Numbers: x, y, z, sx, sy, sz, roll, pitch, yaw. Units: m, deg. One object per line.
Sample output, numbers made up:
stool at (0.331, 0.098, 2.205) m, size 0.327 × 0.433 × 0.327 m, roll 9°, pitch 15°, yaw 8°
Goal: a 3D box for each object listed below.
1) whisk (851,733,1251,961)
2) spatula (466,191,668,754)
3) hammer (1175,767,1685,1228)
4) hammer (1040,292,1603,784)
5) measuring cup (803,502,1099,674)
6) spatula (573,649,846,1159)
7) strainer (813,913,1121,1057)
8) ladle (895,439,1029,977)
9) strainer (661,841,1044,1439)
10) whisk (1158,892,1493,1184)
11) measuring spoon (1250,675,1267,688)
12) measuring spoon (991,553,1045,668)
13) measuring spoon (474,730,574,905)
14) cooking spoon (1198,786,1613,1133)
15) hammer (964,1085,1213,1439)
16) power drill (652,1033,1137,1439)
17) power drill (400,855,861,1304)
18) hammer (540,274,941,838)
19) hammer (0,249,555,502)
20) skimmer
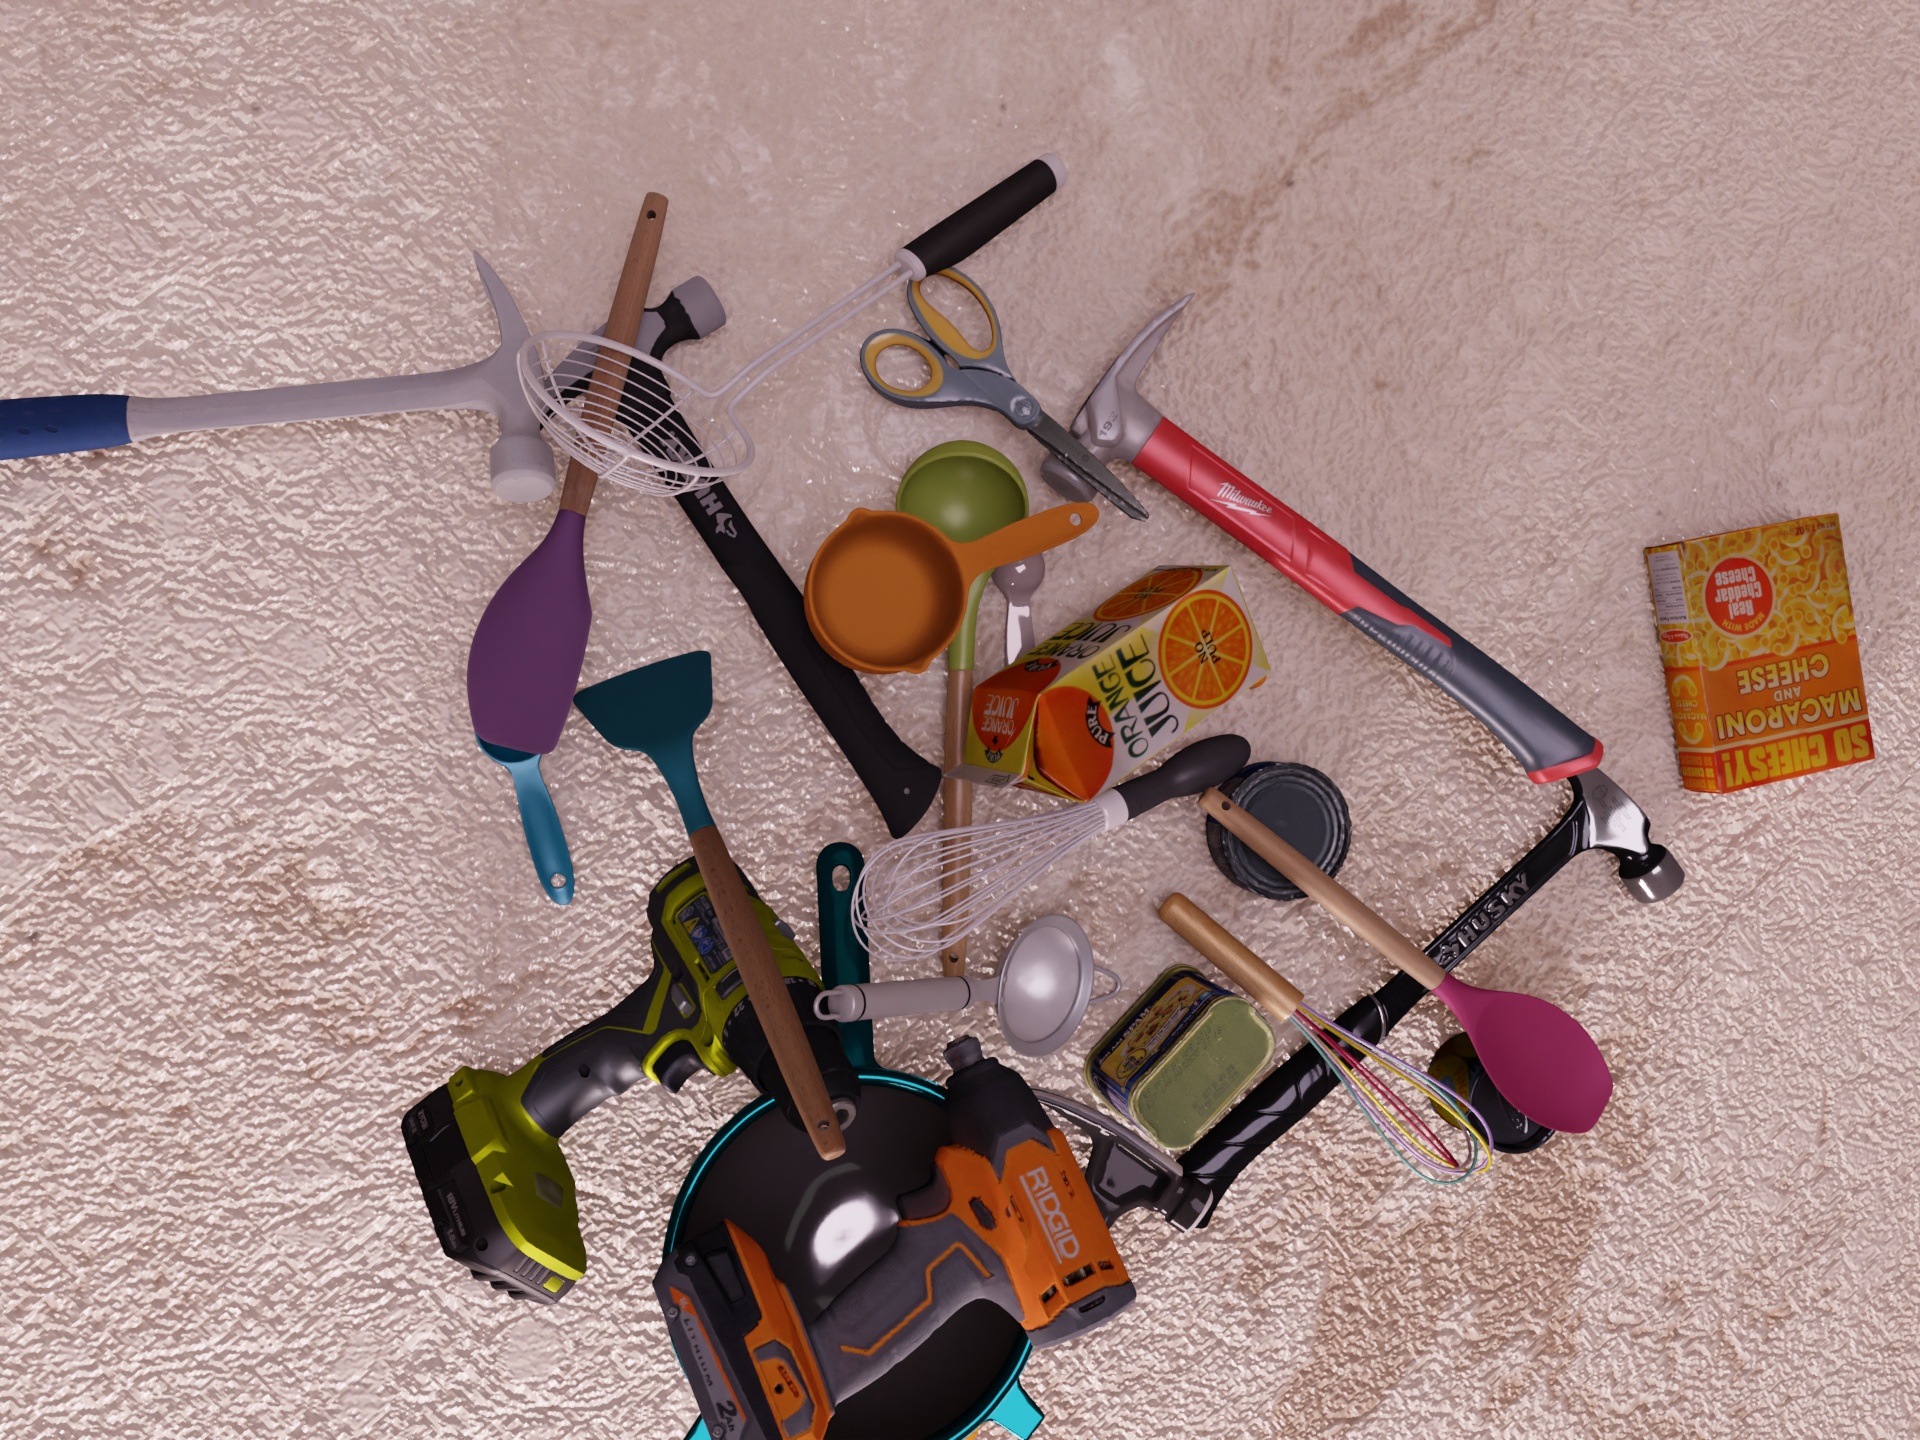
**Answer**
whisk at (0.060, 0.066, 0.935) m, size 0.284 × 0.070 × 0.070 m, roll -22°, pitch 96°, yaw -25°
spatula at (-0.208, -0.139, 0.869) m, size 0.059 × 0.018 × 0.316 m, roll 15°, pitch 86°, yaw -7°
hammer at (0.275, 0.172, 1.010) m, size 0.409 × 0.036 × 0.149 m, roll -40°, pitch 98°, yaw -8°
hammer at (0.243, -0.097, 0.978) m, size 0.386 × 0.038 × 0.143 m, roll 35°, pitch 83°, yaw -5°
measuring cup at (-0.006, -0.084, 0.889) m, size 0.173 × 0.052 × 0.095 m, roll -22°, pitch 92°, yaw -14°
spatula at (-0.123, 0.085, 0.832) m, size 0.082 × 0.044 × 0.318 m, roll -20°, pitch 62°, yaw -13°
strainer at (0.004, 0.151, 0.899) m, size 0.258 × 0.050 × 0.087 m, roll 8°, pitch 90°, yaw -53°
ladle at (-0.001, -0.003, 0.938) m, size 0.078 × 0.062 × 0.320 m, roll 2°, pitch 94°, yaw 4°
strainer at (-0.065, 0.245, 0.920) m, size 0.211 × 0.095 × 0.341 m, roll -2°, pitch 74°, yaw -7°
whisk at (0.217, 0.192, 0.965) m, size 0.245 × 0.047 × 0.051 m, roll 40°, pitch 85°, yaw 11°
measuring spoon at (0.139, -0.014, 0.988) m, size 0.117 × 0.011 × 0.021 m, roll -18°, pitch 95°, yaw -11°
measuring spoon at (0.038, -0.048, 0.963) m, size 0.034 × 0.018 × 0.124 m, roll -3°, pitch 93°, yaw -12°
measuring spoon at (-0.244, 0.044, 0.909) m, size 0.042 × 0.021 × 0.128 m, roll -15°, pitch 104°, yaw -12°
cooking spoon at (0.271, 0.142, 0.967) m, size 0.319 × 0.017 × 0.069 m, roll 38°, pitch 75°, yaw -5°
hammer at (0.008, 0.386, 0.950) m, size 0.127 × 0.034 × 0.337 m, roll 33°, pitch 88°, yaw 5°
power drill at (-0.041, 0.274, 0.826) m, size 0.226 × 0.084 × 0.164 m, roll -21°, pitch 76°, yaw -15°
power drill at (-0.170, 0.198, 0.846) m, size 0.228 × 0.191 × 0.080 m, roll -39°, pitch 135°, yaw -4°
hammer at (-0.119, -0.077, 0.909) m, size 0.146 × 0.035 × 0.335 m, roll -34°, pitch 94°, yaw -9°
hammer at (-0.425, -0.165, 0.839) m, size 0.405 × 0.035 × 0.144 m, roll -7°, pitch 70°, yaw -8°
skimmer at (-0.071, -0.239, 0.867) m, size 0.363 × 0.090 × 0.127 m, roll -39°, pitch 69°, yaw -21°
